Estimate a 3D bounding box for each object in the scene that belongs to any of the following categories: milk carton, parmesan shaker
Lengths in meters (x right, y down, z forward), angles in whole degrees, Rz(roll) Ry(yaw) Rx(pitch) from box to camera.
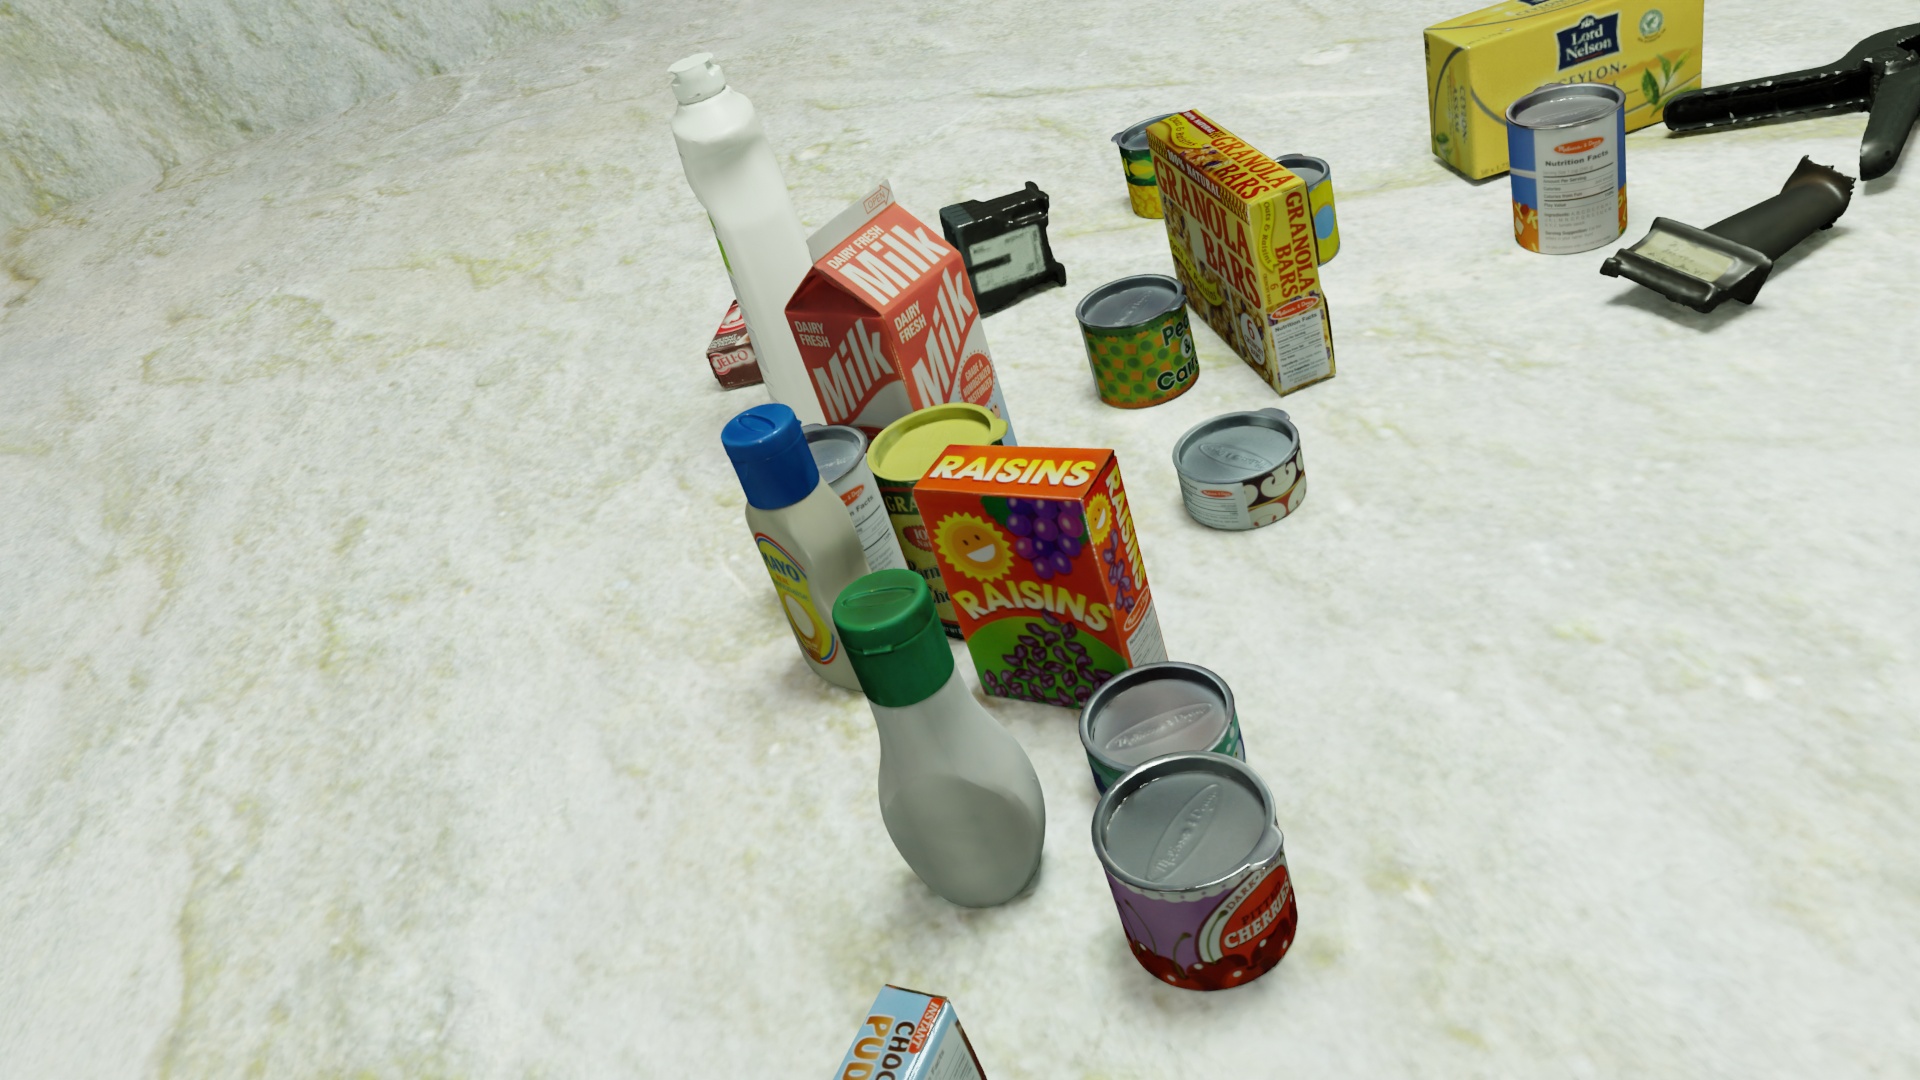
[{"bbox_3d":[-0.032,-0.095,0.760,0.073,0.189,0.073,10,43,37],"label":"milk carton"},{"bbox_3d":[0.002,-0.009,0.698,0.071,0.102,0.072,-13,34,9],"label":"parmesan shaker"}]

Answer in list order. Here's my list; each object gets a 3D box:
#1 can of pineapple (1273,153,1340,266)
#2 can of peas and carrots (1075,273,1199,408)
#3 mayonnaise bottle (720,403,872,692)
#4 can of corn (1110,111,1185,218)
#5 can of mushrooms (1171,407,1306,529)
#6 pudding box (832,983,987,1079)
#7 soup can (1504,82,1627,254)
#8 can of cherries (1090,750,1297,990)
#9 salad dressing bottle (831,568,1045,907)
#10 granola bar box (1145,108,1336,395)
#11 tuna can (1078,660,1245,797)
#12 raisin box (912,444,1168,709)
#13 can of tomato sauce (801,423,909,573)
[{"bbox_3d":[0.220,-0.220,0.936,0.071,0.057,0.071,-13,34,9],"label":"can of pineapple"},{"bbox_3d":[0.111,-0.122,0.848,0.071,0.058,0.071,-13,34,9],"label":"can of peas and carrots"},{"bbox_3d":[-0.074,0.004,0.676,0.041,0.147,0.065,-38,37,-26],"label":"mayonnaise bottle"},{"bbox_3d":[0.156,-0.287,1.065,0.071,0.058,0.071,-13,34,9],"label":"can of corn"},{"bbox_3d":[0.149,-0.038,0.731,0.071,0.033,0.071,-13,34,9],"label":"can of mushrooms"},{"bbox_3d":[-0.025,0.198,0.461,0.030,0.049,0.084,2,38,29],"label":"pudding box"},{"bbox_3d":[0.371,-0.229,0.850,0.071,0.083,0.072,-13,34,9],"label":"soup can"},{"bbox_3d":[0.088,0.122,0.507,0.071,0.058,0.072,-13,34,9],"label":"can of cherries"},{"bbox_3d":[-0.009,0.078,0.537,0.064,0.147,0.044,-9,34,15],"label":"salad dressing bottle"},{"bbox_3d":[0.168,-0.179,0.842,0.039,0.123,0.166,-21,33,-2],"label":"granola bar box"},{"bbox_3d":[0.086,0.086,0.583,0.071,0.032,0.071,-13,34,9],"label":"tuna can"},{"bbox_3d":[0.038,0.017,0.624,0.086,0.122,0.040,5,40,32],"label":"raisin box"},{"bbox_3d":[-0.070,-0.012,0.757,0.071,0.082,0.071,-13,34,9],"label":"can of tomato sauce"}]
